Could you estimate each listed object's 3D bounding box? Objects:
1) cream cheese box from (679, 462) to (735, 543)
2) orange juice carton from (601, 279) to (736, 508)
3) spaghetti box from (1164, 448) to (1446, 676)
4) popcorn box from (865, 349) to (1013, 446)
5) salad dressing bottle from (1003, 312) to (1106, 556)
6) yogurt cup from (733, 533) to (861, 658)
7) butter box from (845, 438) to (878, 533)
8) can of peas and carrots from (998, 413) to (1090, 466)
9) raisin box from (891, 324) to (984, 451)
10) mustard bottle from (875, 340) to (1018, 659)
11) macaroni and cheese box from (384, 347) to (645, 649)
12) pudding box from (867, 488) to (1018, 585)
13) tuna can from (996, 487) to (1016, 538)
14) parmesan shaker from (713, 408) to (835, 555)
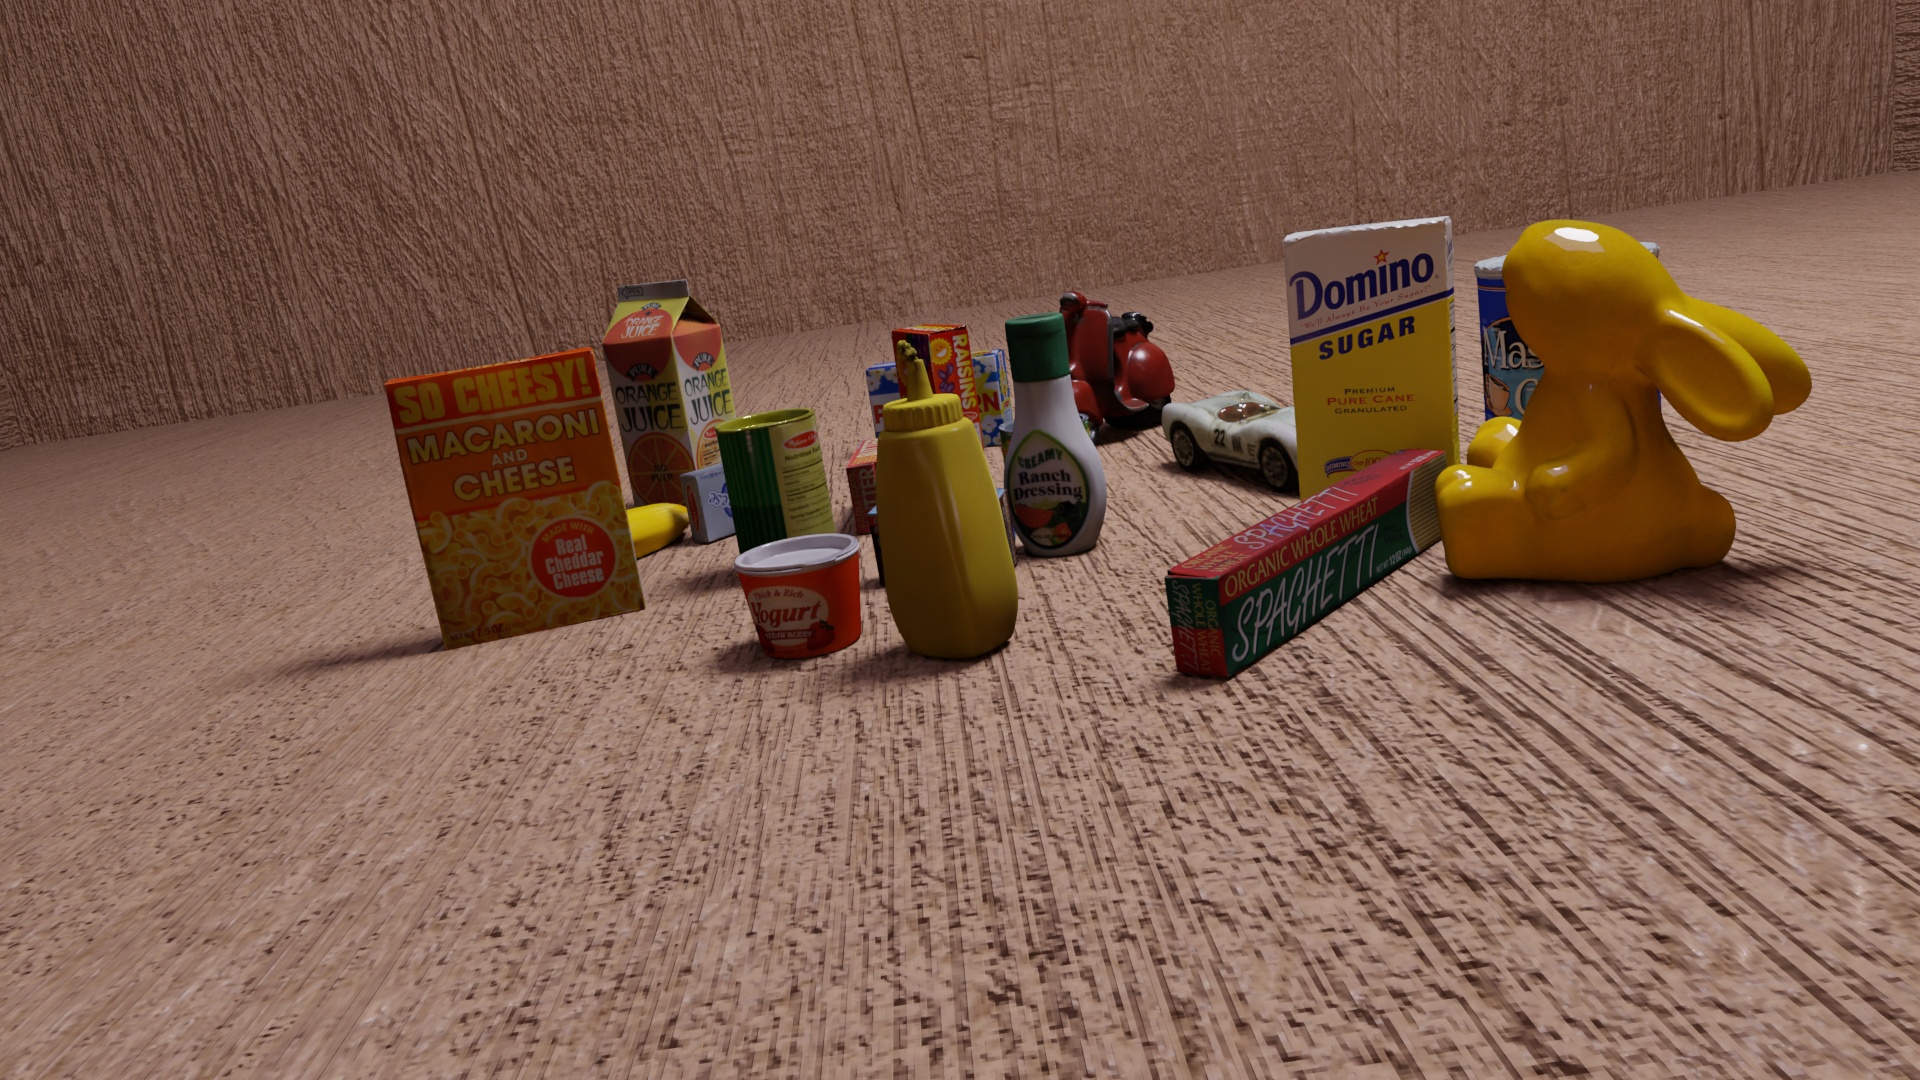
[{"bbox_3d":[-0.167,-0.037,1.074,0.024,0.053,0.104,3,18,41],"label":"cream cheese box"},{"bbox_3d":[-0.242,-0.121,1.170,0.072,0.192,0.073,-2,15,25],"label":"orange juice carton"},{"bbox_3d":[0.184,0.005,0.704,0.028,0.050,0.251,4,18,42],"label":"spaghetti box"},{"bbox_3d":[-0.019,-0.127,1.287,0.127,0.085,0.038,-5,14,13],"label":"popcorn box"},{"bbox_3d":[0.054,-0.066,0.863,0.064,0.147,0.044,-3,14,22],"label":"salad dressing bottle"},{"bbox_3d":[-0.085,0.030,0.752,0.072,0.053,0.072,-8,13,2],"label":"yogurt cup"},{"bbox_3d":[-0.064,-0.042,1.037,0.024,0.053,0.104,-7,14,5],"label":"butter box"},{"bbox_3d":[0.064,-0.058,1.015,0.071,0.058,0.071,-8,13,2],"label":"can of peas and carrots"},{"bbox_3d":[-0.018,-0.119,1.176,0.040,0.123,0.086,-13,14,-21],"label":"raisin box"},{"bbox_3d":[-0.011,-0.022,0.697,0.065,0.159,0.049,3,17,40],"label":"mustard bottle"},{"bbox_3d":[-0.274,-0.028,0.862,0.124,0.166,0.040,-12,13,-14],"label":"macaroni and cheese box"},{"bbox_3d":[-0.010,-0.002,0.850,0.084,0.049,0.030,-5,14,12],"label":"pudding box"},{"bbox_3d":[0.003,-0.011,0.915,0.071,0.032,0.071,-8,14,2],"label":"tuna can"},{"bbox_3d":[-0.122,-0.030,0.915,0.071,0.102,0.071,-8,13,2],"label":"parmesan shaker"}]
